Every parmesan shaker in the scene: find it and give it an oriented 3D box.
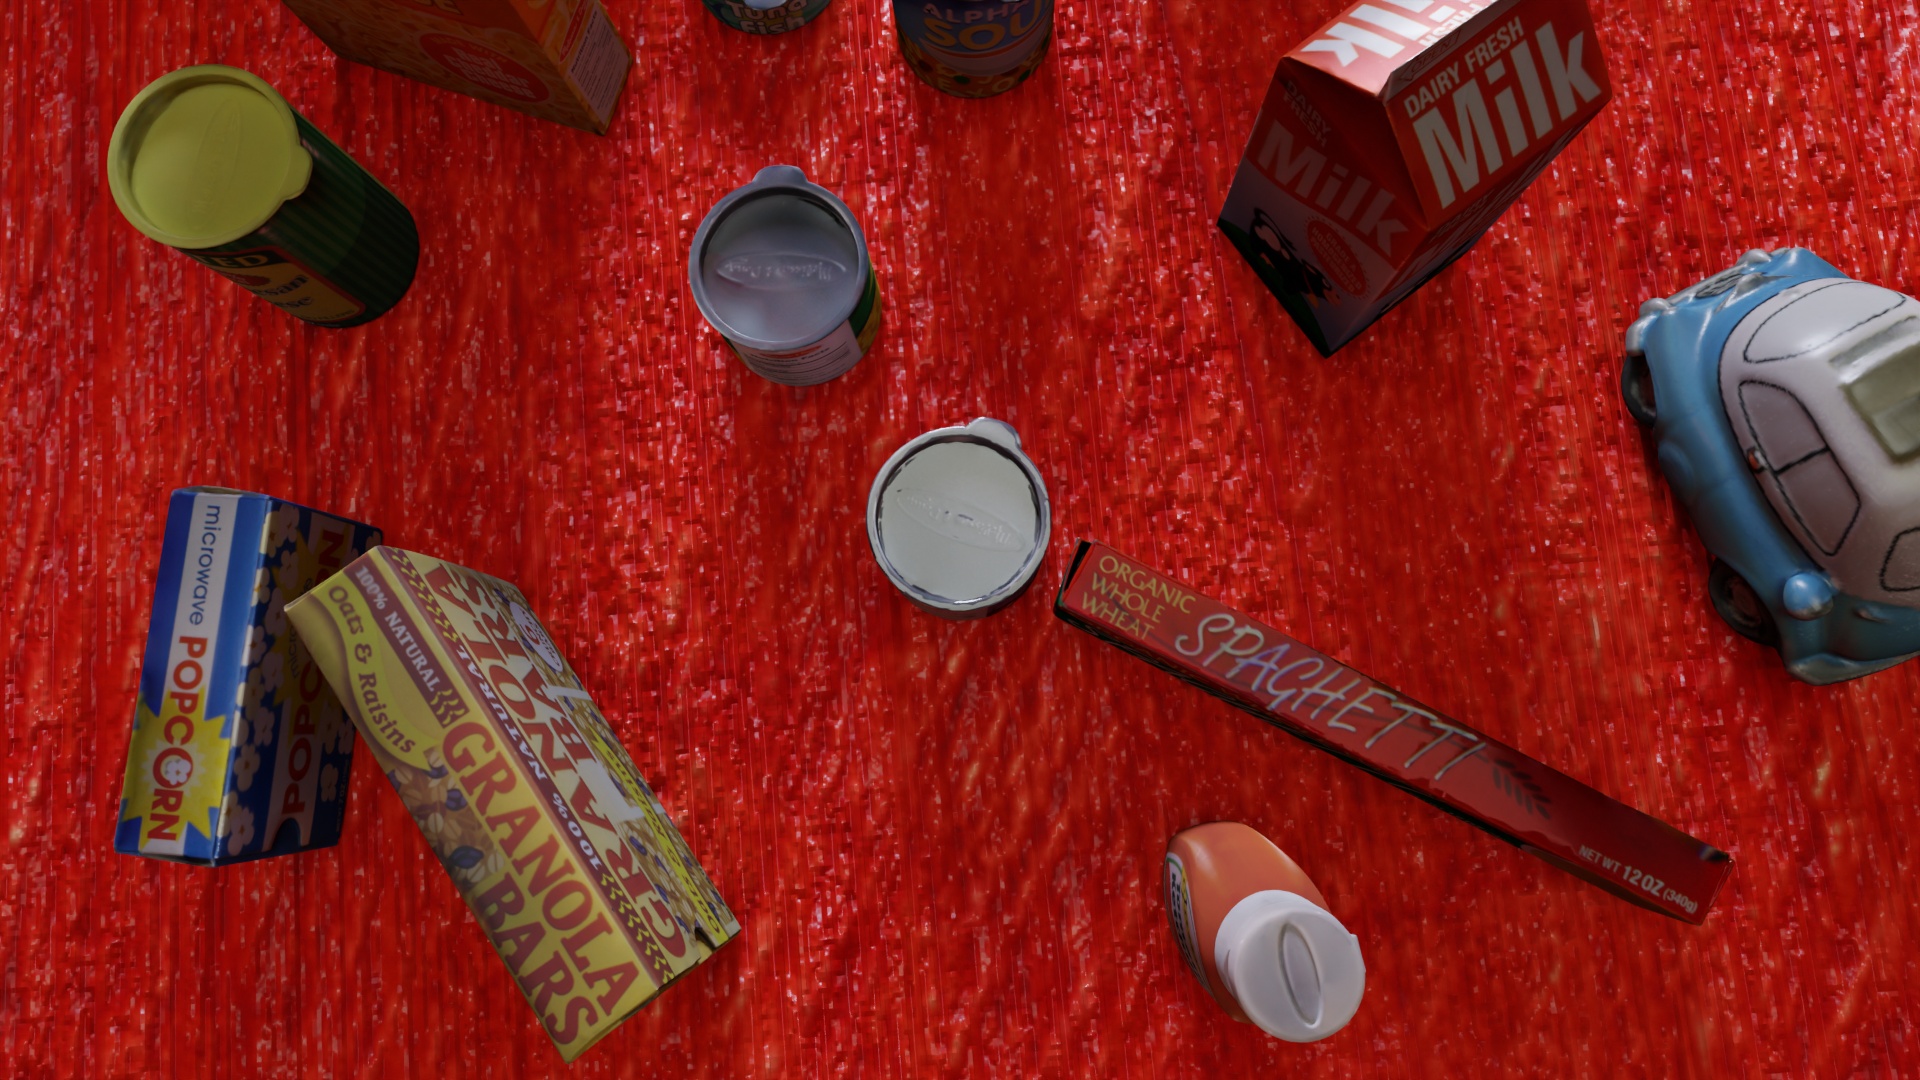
[{"bbox_3d":[-0.253,-0.124,0.522,0.071,0.103,0.071,0,82,2],"label":"parmesan shaker"}]

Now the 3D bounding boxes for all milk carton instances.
[{"bbox_3d":[0.147,-0.132,0.466,0.072,0.190,0.073,-37,83,-3],"label":"milk carton"}]

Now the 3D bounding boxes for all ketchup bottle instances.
[{"bbox_3d":[0.096,0.127,0.451,0.043,0.148,0.065,-13,82,0],"label":"ketchup bottle"}]

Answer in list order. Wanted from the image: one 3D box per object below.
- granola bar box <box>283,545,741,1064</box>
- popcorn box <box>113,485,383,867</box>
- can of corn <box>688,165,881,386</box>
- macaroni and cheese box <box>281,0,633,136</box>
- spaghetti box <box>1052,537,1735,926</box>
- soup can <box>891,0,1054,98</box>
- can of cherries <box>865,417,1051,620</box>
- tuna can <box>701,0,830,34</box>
[{"bbox_3d":[-0.145,0.084,0.478,0.039,0.124,0.165,-35,82,-3],"label":"granola bar box"},{"bbox_3d":[-0.255,0.049,0.506,0.038,0.085,0.127,4,82,3],"label":"popcorn box"},{"bbox_3d":[-0.065,-0.100,0.535,0.071,0.058,0.071,0,82,2],"label":"can of corn"},{"bbox_3d":[-0.203,-0.214,0.502,0.124,0.166,0.040,17,83,4],"label":"macaroni and cheese box"},{"bbox_3d":[0.149,0.068,0.508,0.250,0.050,0.029,26,84,5],"label":"spaghetti box"},{"bbox_3d":[0.006,-0.217,0.537,0.071,0.083,0.071,0,82,2],"label":"soup can"},{"bbox_3d":[0.002,-0.007,0.519,0.071,0.058,0.071,0,82,2],"label":"can of cherries"},{"bbox_3d":[-0.081,-0.243,0.569,0.071,0.033,0.071,0,82,2],"label":"tuna can"}]
